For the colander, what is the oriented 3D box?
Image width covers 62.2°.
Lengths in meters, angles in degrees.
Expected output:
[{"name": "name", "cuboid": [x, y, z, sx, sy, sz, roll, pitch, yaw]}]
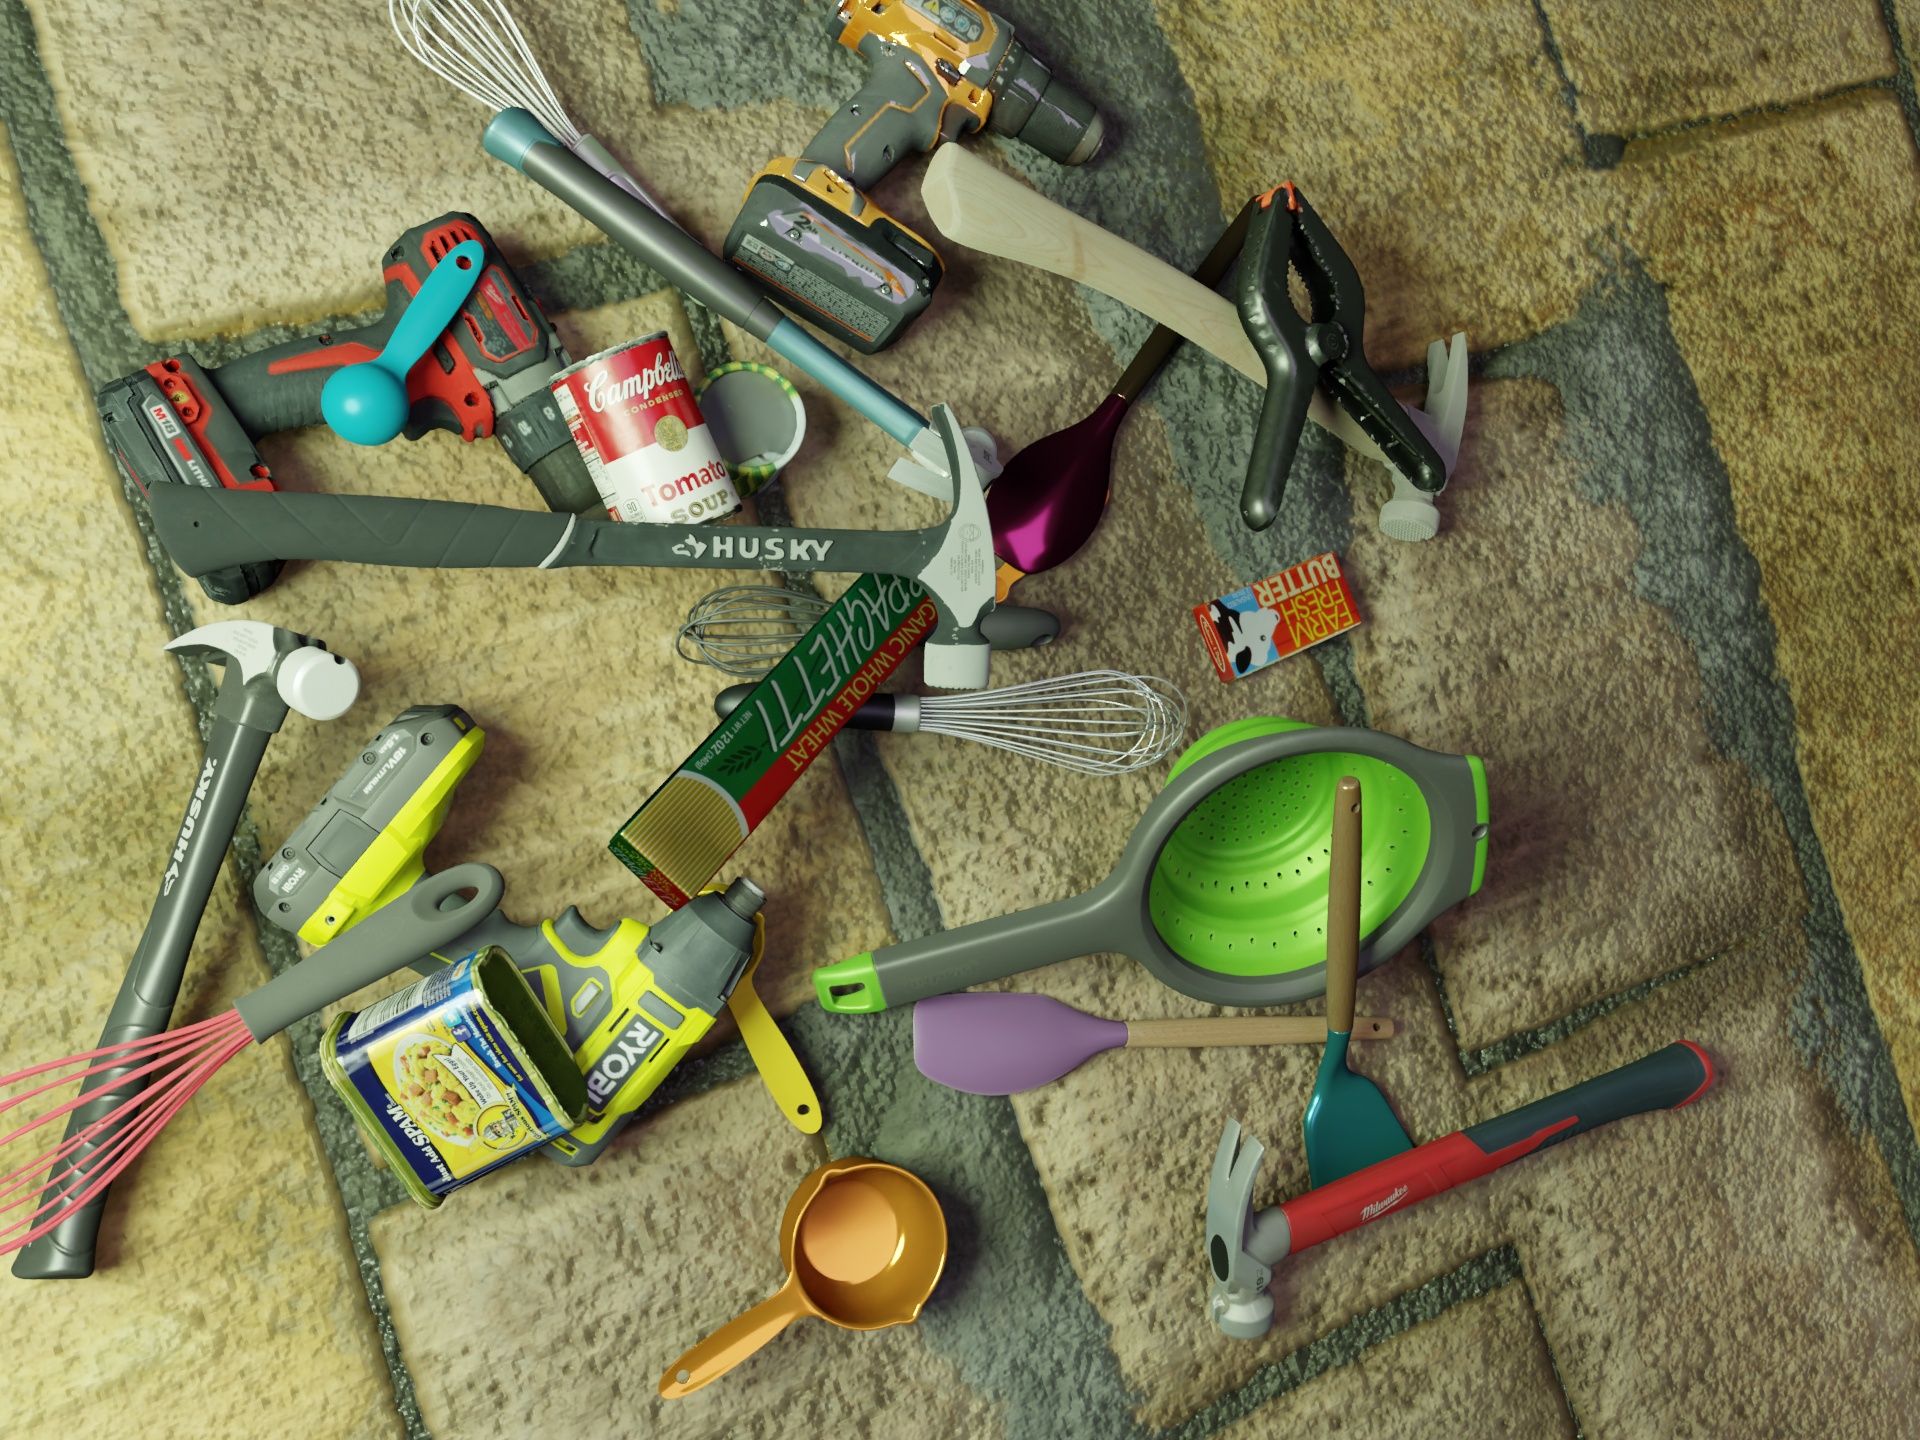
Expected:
[{"name": "colander", "cuboid": [0.104, 0.086, 0.938, 0.397, 0.095, 0.204, -14, 126, -3]}]

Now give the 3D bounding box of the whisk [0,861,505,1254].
[{"name": "whisk", "cuboid": [-0.338, 0.145, 0.710, 0.296, 0.073, 0.073, -31, 94, -23]}]

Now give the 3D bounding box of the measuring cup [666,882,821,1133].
[{"name": "measuring cup", "cuboid": [-0.115, 0.161, 0.889, 0.062, 0.029, 0.156, -25, 103, 1]}]

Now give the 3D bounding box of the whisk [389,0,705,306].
[{"name": "whisk", "cuboid": [-0.223, -0.330, 0.902, 0.246, 0.059, 0.058, 45, 82, -14]}]

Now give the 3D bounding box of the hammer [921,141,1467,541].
[{"name": "hammer", "cuboid": [0.159, -0.253, 0.984, 0.410, 0.038, 0.146, 21, 75, -27]}]

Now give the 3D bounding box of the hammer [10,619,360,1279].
[{"name": "hammer", "cuboid": [-0.388, 0.110, 0.769, 0.035, 0.146, 0.335, 21, 88, -48]}]

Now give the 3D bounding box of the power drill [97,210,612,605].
[{"name": "power drill", "cuboid": [-0.303, -0.144, 0.838, 0.227, 0.080, 0.188, -34, 98, -23]}]

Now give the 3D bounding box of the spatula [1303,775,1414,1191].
[{"name": "spatula", "cuboid": [0.233, 0.166, 0.937, 0.082, 0.044, 0.317, -22, 126, -19]}]

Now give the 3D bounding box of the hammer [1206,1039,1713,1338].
[{"name": "hammer", "cuboid": [0.323, 0.257, 0.994, 0.386, 0.038, 0.143, -14, 117, -23]}]

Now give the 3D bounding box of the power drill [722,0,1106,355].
[{"name": "power drill", "cuboid": [-0.022, -0.334, 0.956, 0.185, 0.084, 0.226, 28, 71, -15]}]

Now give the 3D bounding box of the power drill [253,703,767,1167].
[{"name": "power drill", "cuboid": [-0.225, 0.099, 0.819, 0.223, 0.080, 0.171, 40, 89, -12]}]

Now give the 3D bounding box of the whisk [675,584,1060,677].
[{"name": "whisk", "cuboid": [-0.049, -0.052, 0.928, 0.239, 0.055, 0.055, -2, 84, -24]}]

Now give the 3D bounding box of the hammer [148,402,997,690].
[{"name": "hammer", "cuboid": [-0.179, -0.094, 0.791, 0.408, 0.036, 0.149, 1, 96, -14]}]

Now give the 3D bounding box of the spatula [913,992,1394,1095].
[{"name": "spatula", "cuboid": [0.123, 0.193, 0.968, 0.315, 0.018, 0.060, 2, 76, -17]}]

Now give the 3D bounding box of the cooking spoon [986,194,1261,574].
[{"name": "cooking spoon", "cuboid": [0.114, -0.222, 1.015, 0.069, 0.017, 0.319, 36, 73, -2]}]

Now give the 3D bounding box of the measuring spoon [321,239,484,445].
[{"name": "measuring spoon", "cuboid": [-0.277, -0.196, 0.805, 0.042, 0.021, 0.129, 33, 71, -18]}]

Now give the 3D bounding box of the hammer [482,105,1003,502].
[{"name": "hammer", "cuboid": [-0.114, -0.226, 0.885, 0.331, 0.128, 0.033, 35, 108, -12]}]

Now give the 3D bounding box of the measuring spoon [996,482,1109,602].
[{"name": "measuring spoon", "cuboid": [0.052, -0.110, 0.988, 0.021, 0.011, 0.117, 46, 68, 2]}]

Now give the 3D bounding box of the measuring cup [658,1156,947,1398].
[{"name": "measuring cup", "cuboid": [-0.090, 0.306, 0.865, 0.173, 0.052, 0.095, -31, 94, -18]}]

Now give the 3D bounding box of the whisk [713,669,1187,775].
[{"name": "whisk", "cuboid": [-0.002, -0.002, 0.934, 0.284, 0.070, 0.070, 2, 83, -13]}]
